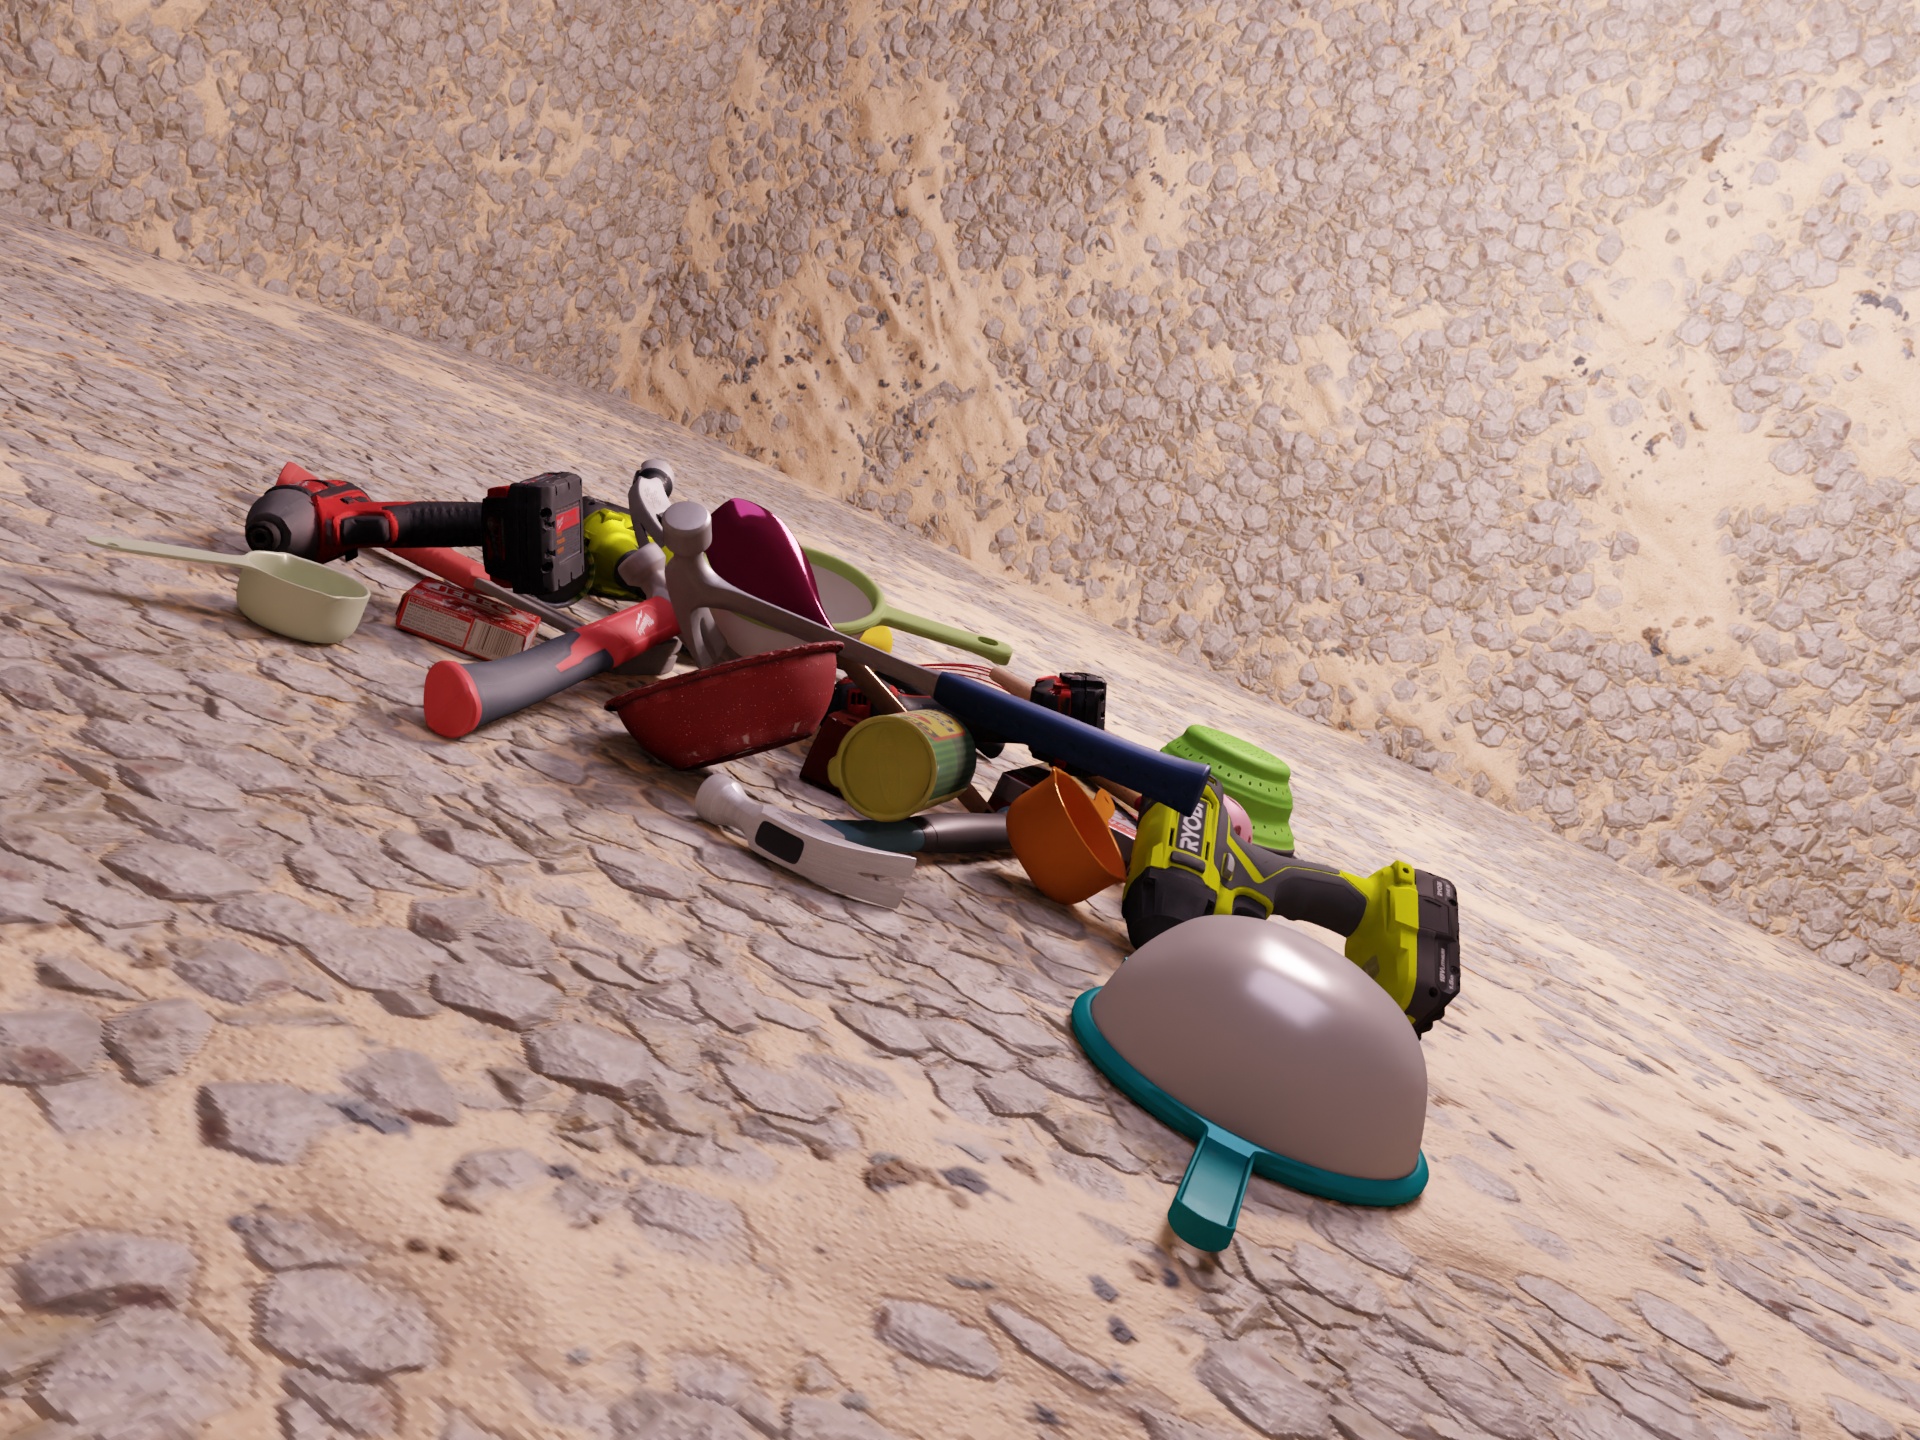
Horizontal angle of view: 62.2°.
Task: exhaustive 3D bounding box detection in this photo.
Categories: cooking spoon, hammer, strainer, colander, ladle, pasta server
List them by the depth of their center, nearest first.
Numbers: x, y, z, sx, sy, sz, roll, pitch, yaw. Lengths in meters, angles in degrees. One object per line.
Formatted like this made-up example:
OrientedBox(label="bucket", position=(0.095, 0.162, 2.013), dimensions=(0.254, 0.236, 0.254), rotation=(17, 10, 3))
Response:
OrientedBox(label="strainer", position=(0.157, 0.170, 0.813), dimensions=(0.211, 0.095, 0.340), rotation=(25, 9, 13))
OrientedBox(label="hammer", position=(-0.029, 0.076, 1.069), dimensions=(0.128, 0.033, 0.331), rotation=(27, 11, 27))
OrientedBox(label="hammer", position=(-0.024, -0.025, 1.094), dimensions=(0.405, 0.144, 0.035), rotation=(23, 53, 13))
OrientedBox(label="hammer", position=(-0.247, -0.036, 1.097), dimensions=(0.143, 0.038, 0.386), rotation=(52, 17, -4))
OrientedBox(label="cooking spoon", position=(-0.075, -0.036, 1.188), dimensions=(0.318, 0.069, 0.017), rotation=(49, -22, -13))
OrientedBox(label="strainer", position=(-0.089, -0.067, 1.264), dimensions=(0.256, 0.069, 0.152), rotation=(17, 27, -5))
OrientedBox(label="hammer", position=(-0.400, -0.122, 1.279), dimensions=(0.359, 0.036, 0.149), rotation=(26, 11, 14))
OrientedBox(label="ladle", position=(0.137, 0.058, 1.305), dimensions=(0.069, 0.031, 0.316), rotation=(26, 5, -26))
OrientedBox(label="pasta server", position=(0.133, 0.030, 1.382), dimensions=(0.316, 0.040, 0.060), rotation=(33, -8, 36))
OrientedBox(label="hammer", position=(-0.120, -0.082, 1.409), dimensions=(0.408, 0.036, 0.149), rotation=(34, 20, -22))
OrientedBox(label="colander", position=(0.254, 0.079, 1.484), dimensions=(0.204, 0.094, 0.397), rotation=(22, 10, -1))

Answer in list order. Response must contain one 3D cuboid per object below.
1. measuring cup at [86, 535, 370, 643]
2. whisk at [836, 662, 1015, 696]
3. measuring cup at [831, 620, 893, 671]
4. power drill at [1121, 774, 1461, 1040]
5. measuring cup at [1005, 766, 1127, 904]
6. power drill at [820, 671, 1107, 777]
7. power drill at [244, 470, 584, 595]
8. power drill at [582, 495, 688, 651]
OrientedBox(label="measuring cup", position=(-0.446, -0.080, 0.968), dimensions=(0.167, 0.038, 0.083), rotation=(9, 17, -46))
OrientedBox(label="whisk", position=(-0.065, -0.044, 1.554), dimensions=(0.296, 0.073, 0.073), rotation=(18, 9, 10))
OrientedBox(label="measuring cup", position=(-0.106, -0.097, 1.355), dimensions=(0.062, 0.029, 0.157), rotation=(-4, 40, -31))
OrientedBox(label="power drill", position=(0.221, 0.136, 1.086), dimensions=(0.223, 0.080, 0.171), rotation=(21, 43, -4))
OrientedBox(label="measuring cup", position=(0.079, 0.080, 1.150), dimensions=(0.095, 0.052, 0.173), rotation=(57, 13, 1))
OrientedBox(label="power drill", position=(-0.002, -0.004, 1.307), dimensions=(0.226, 0.080, 0.188), rotation=(3, 4, -3))
OrientedBox(label="power drill", position=(-0.389, -0.137, 1.132), dimensions=(0.219, 0.078, 0.143), rotation=(2, 13, 0))
OrientedBox(label="power drill", position=(-0.251, -0.116, 1.463), dimensions=(0.229, 0.080, 0.190), rotation=(32, 10, 32))
